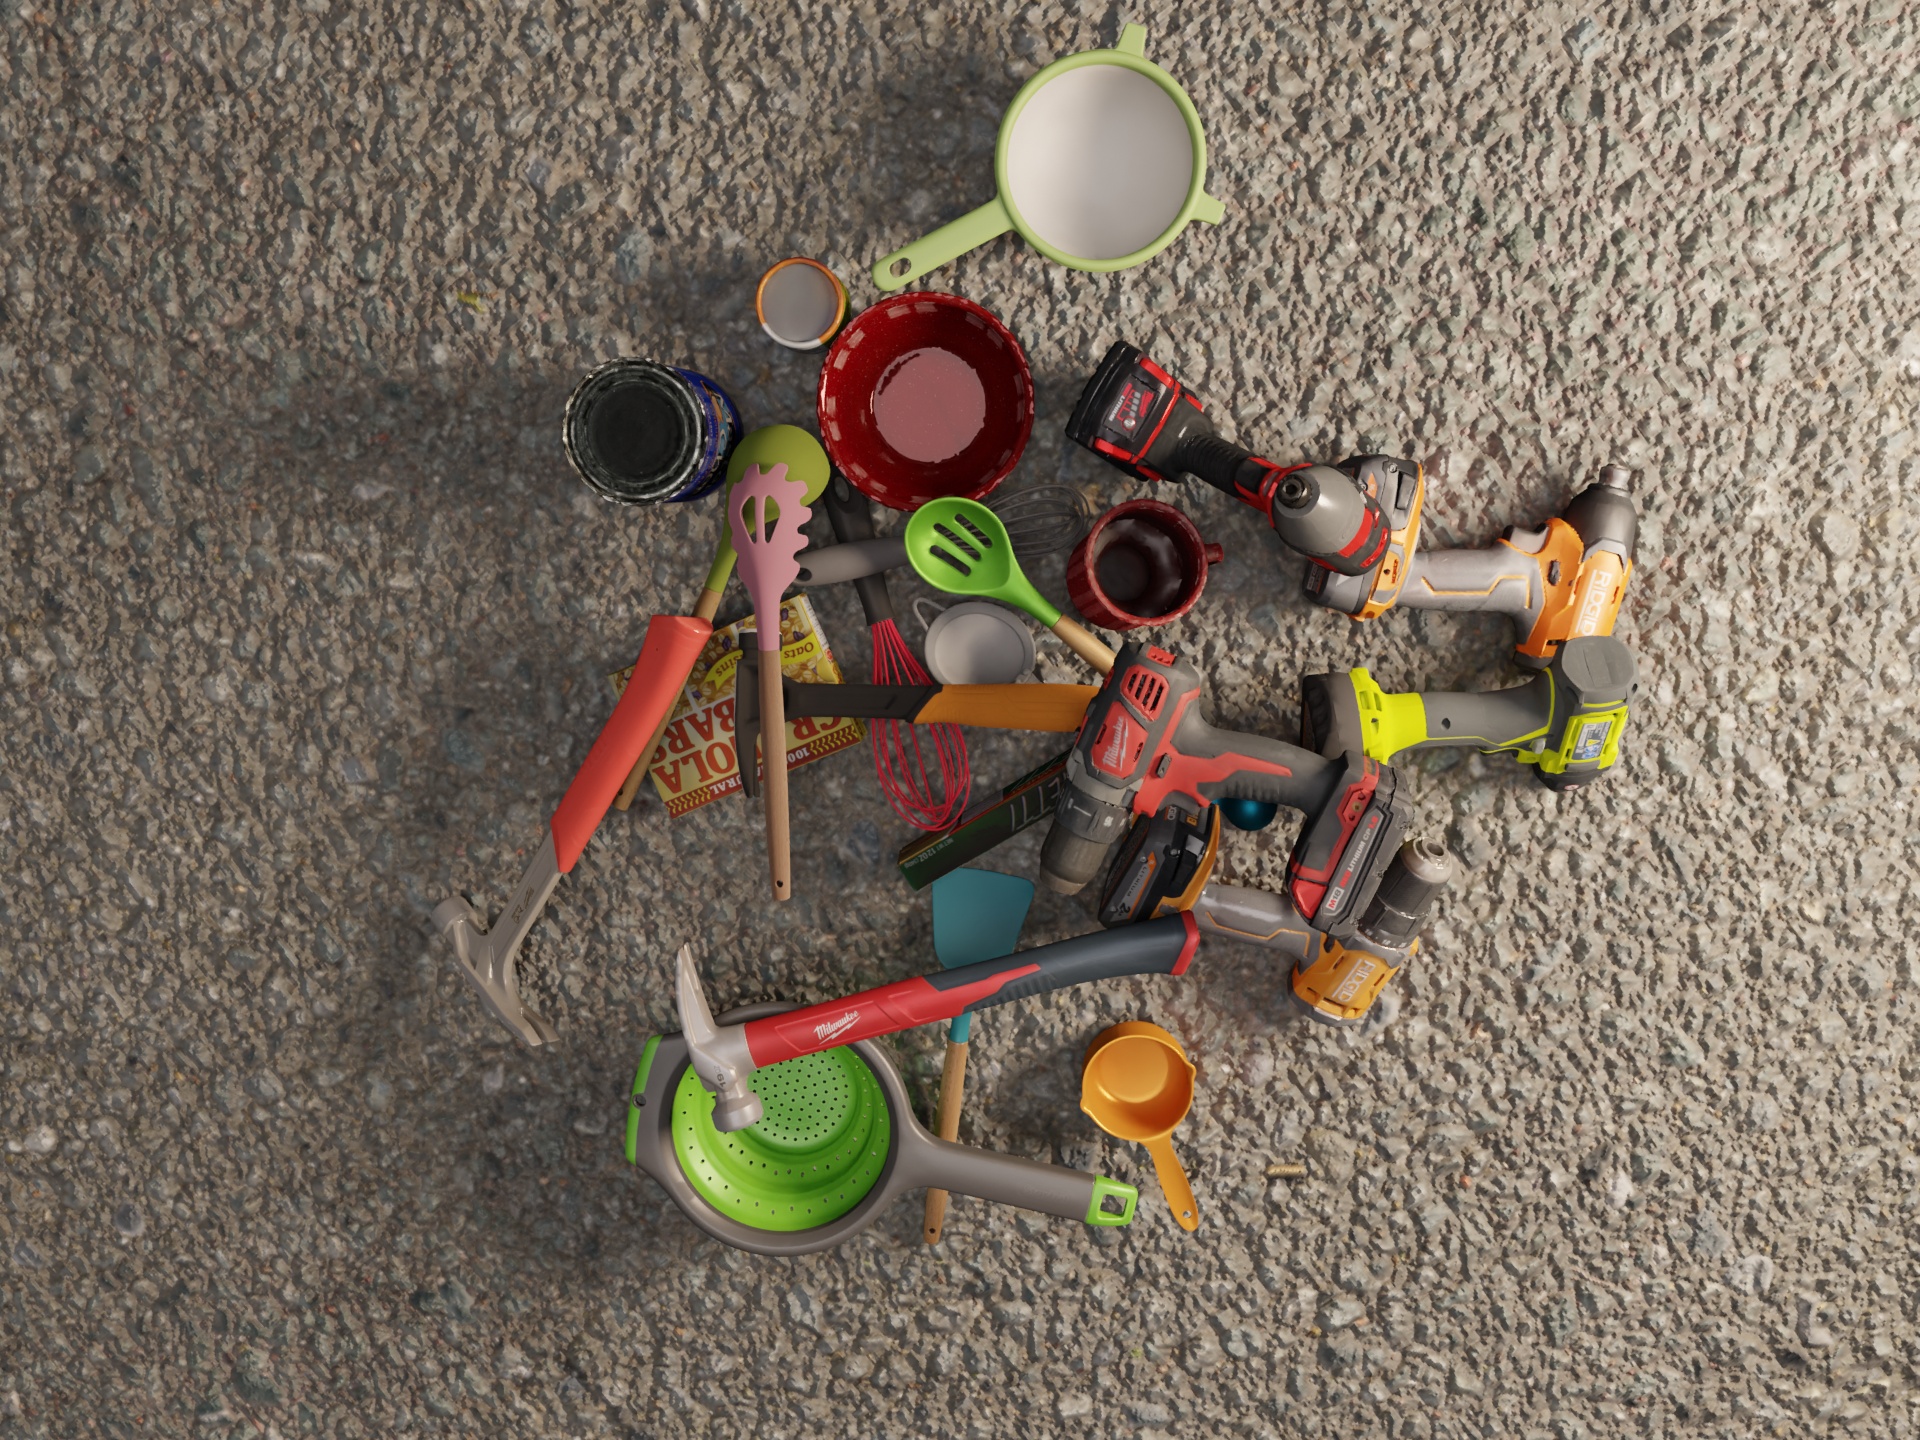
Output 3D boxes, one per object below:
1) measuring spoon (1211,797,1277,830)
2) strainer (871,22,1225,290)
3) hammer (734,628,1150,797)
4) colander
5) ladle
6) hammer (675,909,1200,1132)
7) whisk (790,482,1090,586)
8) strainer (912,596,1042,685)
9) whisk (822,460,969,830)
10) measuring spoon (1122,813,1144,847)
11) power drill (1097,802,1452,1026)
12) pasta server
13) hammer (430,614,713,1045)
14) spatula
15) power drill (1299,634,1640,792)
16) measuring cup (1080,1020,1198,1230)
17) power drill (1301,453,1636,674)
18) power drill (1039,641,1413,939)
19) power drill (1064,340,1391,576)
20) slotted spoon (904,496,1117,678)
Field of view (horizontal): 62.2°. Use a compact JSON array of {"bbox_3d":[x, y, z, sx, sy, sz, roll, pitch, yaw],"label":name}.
[{"bbox_3d":[0.186,0.059,1.246,0.128,0.021,0.042,11,99,0],"label":"measuring spoon"},{"bbox_3d":[0.053,-0.378,1.160,0.256,0.069,0.151,-26,99,7],"label":"strainer"},{"bbox_3d":[-0.002,-0.004,1.168,0.337,0.034,0.127,1,87,9],"label":"hammer"},{"bbox_3d":[-0.058,0.327,1.261,0.397,0.094,0.204,13,98,1],"label":"colander"},{"bbox_3d":[-0.188,-0.074,1.199,0.078,0.062,0.320,32,103,28],"label":"ladle"},{"bbox_3d":[-0.017,0.188,1.174,0.386,0.038,0.143,-16,95,5],"label":"hammer"},{"bbox_3d":[-0.019,-0.135,1.191,0.239,0.055,0.055,-13,98,-7],"label":"whisk"},{"bbox_3d":[0.069,-0.015,1.203,0.258,0.050,0.087,32,64,16],"label":"strainer"},{"bbox_3d":[-0.056,-0.057,1.223,0.073,0.073,0.296,-16,92,5],"label":"whisk"},{"bbox_3d":[0.145,0.057,1.228,0.021,0.011,0.116,8,128,-3],"label":"measuring spoon"},{"bbox_3d":[0.239,0.127,1.196,0.226,0.084,0.185,23,130,-2],"label":"power drill"},{"bbox_3d":[-0.135,-0.026,1.148,0.060,0.040,0.316,0,101,7],"label":"pasta server"},{"bbox_3d":[-0.281,0.073,1.203,0.149,0.036,0.359,43,111,23],"label":"hammer"},{"bbox_3d":[-0.003,0.278,1.290,0.082,0.044,0.317,8,104,1],"label":"spatula"},{"bbox_3d":[0.369,0.015,1.174,0.223,0.171,0.080,-7,58,6],"label":"power drill"},{"bbox_3d":[0.155,0.323,1.275,0.095,0.052,0.173,-20,99,5],"label":"measuring cup"},{"bbox_3d":[0.386,-0.130,1.180,0.226,0.084,0.164,14,99,-4],"label":"power drill"},{"bbox_3d":[0.176,0.069,1.102,0.227,0.080,0.188,24,106,6],"label":"power drill"},{"bbox_3d":[0.189,-0.178,1.111,0.220,0.143,0.078,35,101,29],"label":"power drill"},{"bbox_3d":[0.088,-0.056,1.174,0.313,0.031,0.070,38,104,-9],"label":"slotted spoon"}]
